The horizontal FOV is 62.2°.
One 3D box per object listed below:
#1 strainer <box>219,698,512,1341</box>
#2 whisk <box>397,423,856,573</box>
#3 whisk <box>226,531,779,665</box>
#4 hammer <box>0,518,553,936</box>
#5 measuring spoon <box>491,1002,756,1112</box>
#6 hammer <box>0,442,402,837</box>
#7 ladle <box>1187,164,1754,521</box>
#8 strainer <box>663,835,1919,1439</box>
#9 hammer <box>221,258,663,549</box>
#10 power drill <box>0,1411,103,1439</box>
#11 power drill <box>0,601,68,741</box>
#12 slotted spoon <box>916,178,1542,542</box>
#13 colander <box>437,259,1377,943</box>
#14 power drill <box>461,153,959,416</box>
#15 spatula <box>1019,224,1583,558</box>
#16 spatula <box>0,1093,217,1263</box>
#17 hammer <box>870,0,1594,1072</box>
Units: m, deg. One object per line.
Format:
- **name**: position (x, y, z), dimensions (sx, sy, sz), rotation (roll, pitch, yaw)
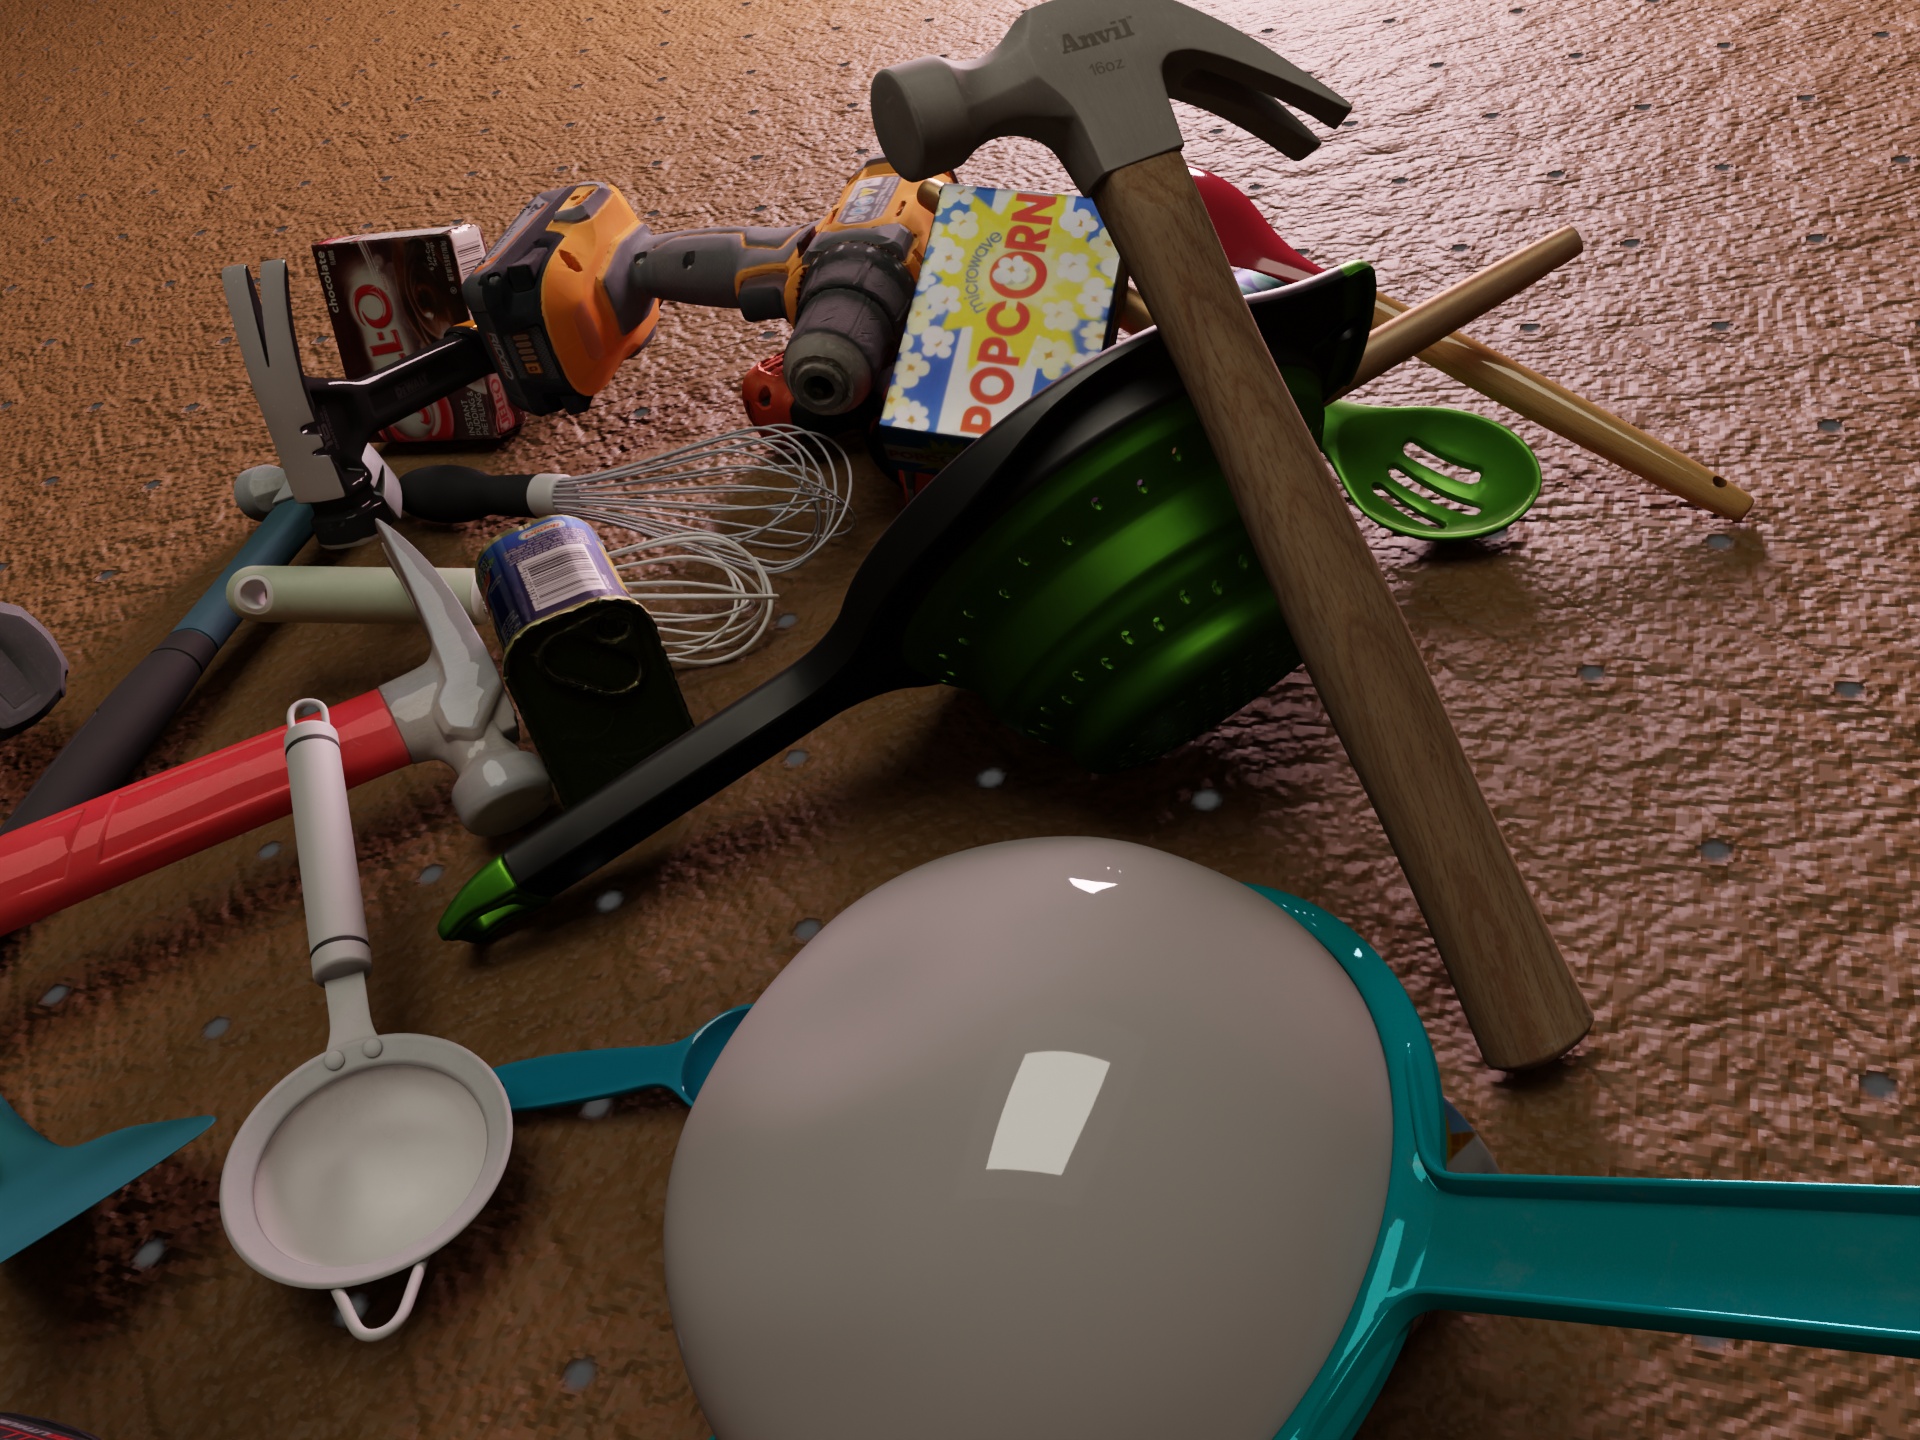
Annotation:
- **strainer**: position (-0.203, 0.088, 0.529), dimensions (0.087, 0.050, 0.259), rotation (-15, 53, -13)
- **whisk**: position (-0.172, -0.106, 0.767), dimensions (0.285, 0.070, 0.070), rotation (5, 44, 30)
- **whisk**: position (-0.202, -0.054, 0.698), dimensions (0.246, 0.058, 0.059), rotation (1, 5, 4)
- **hammer**: position (-0.358, 0.049, 0.582), dimensions (0.386, 0.038, 0.143), rotation (-25, 68, -21)
- **measuring spoon**: position (-0.108, 0.120, 0.520), dimensions (0.128, 0.021, 0.042), rotation (-11, 39, 19)
- **hammer**: position (-0.363, -0.025, 0.734), dimensions (0.128, 0.033, 0.331), rotation (-10, 41, 28)
- **ladle**: position (0.187, -0.167, 0.678), dimensions (0.315, 0.031, 0.069), rotation (35, 61, 20)
- **strainer**: position (0.043, 0.089, 0.339), dimensions (0.340, 0.095, 0.211), rotation (-14, 39, 45)
- **hammer**: position (-0.243, -0.208, 0.829), dimensions (0.034, 0.127, 0.337), rotation (-2, 26, 20)
- **power drill**: position (-0.276, 0.156, 0.362), dimensions (0.080, 0.226, 0.188), rotation (4, 44, 20)
- **power drill**: position (-0.512, 0.036, 0.678), dimensions (0.171, 0.080, 0.223), rotation (-6, 34, 39)
- **slotted spoon**: position (0.105, -0.164, 0.695), dimensions (0.314, 0.031, 0.070), rotation (35, 71, 18)
- **colander**: position (-0.001, -0.002, 0.562), dimensions (0.397, 0.204, 0.094), rotation (-33, 76, 3)
- **power drill**: position (-0.120, -0.201, 0.767), dimensions (0.226, 0.084, 0.185), rotation (-1, 43, 15)
- **spatula**: position (0.108, -0.115, 0.647), dimensions (0.316, 0.018, 0.060), rotation (-29, 3, 5)
- **spatula**: position (-0.374, 0.115, 0.580), dimensions (0.318, 0.044, 0.082), rotation (22, 42, 37)
- **hammer**: position (0.101, -0.055, 0.460), dimensions (0.130, 0.331, 0.031), rotation (-26, 1, -19)
